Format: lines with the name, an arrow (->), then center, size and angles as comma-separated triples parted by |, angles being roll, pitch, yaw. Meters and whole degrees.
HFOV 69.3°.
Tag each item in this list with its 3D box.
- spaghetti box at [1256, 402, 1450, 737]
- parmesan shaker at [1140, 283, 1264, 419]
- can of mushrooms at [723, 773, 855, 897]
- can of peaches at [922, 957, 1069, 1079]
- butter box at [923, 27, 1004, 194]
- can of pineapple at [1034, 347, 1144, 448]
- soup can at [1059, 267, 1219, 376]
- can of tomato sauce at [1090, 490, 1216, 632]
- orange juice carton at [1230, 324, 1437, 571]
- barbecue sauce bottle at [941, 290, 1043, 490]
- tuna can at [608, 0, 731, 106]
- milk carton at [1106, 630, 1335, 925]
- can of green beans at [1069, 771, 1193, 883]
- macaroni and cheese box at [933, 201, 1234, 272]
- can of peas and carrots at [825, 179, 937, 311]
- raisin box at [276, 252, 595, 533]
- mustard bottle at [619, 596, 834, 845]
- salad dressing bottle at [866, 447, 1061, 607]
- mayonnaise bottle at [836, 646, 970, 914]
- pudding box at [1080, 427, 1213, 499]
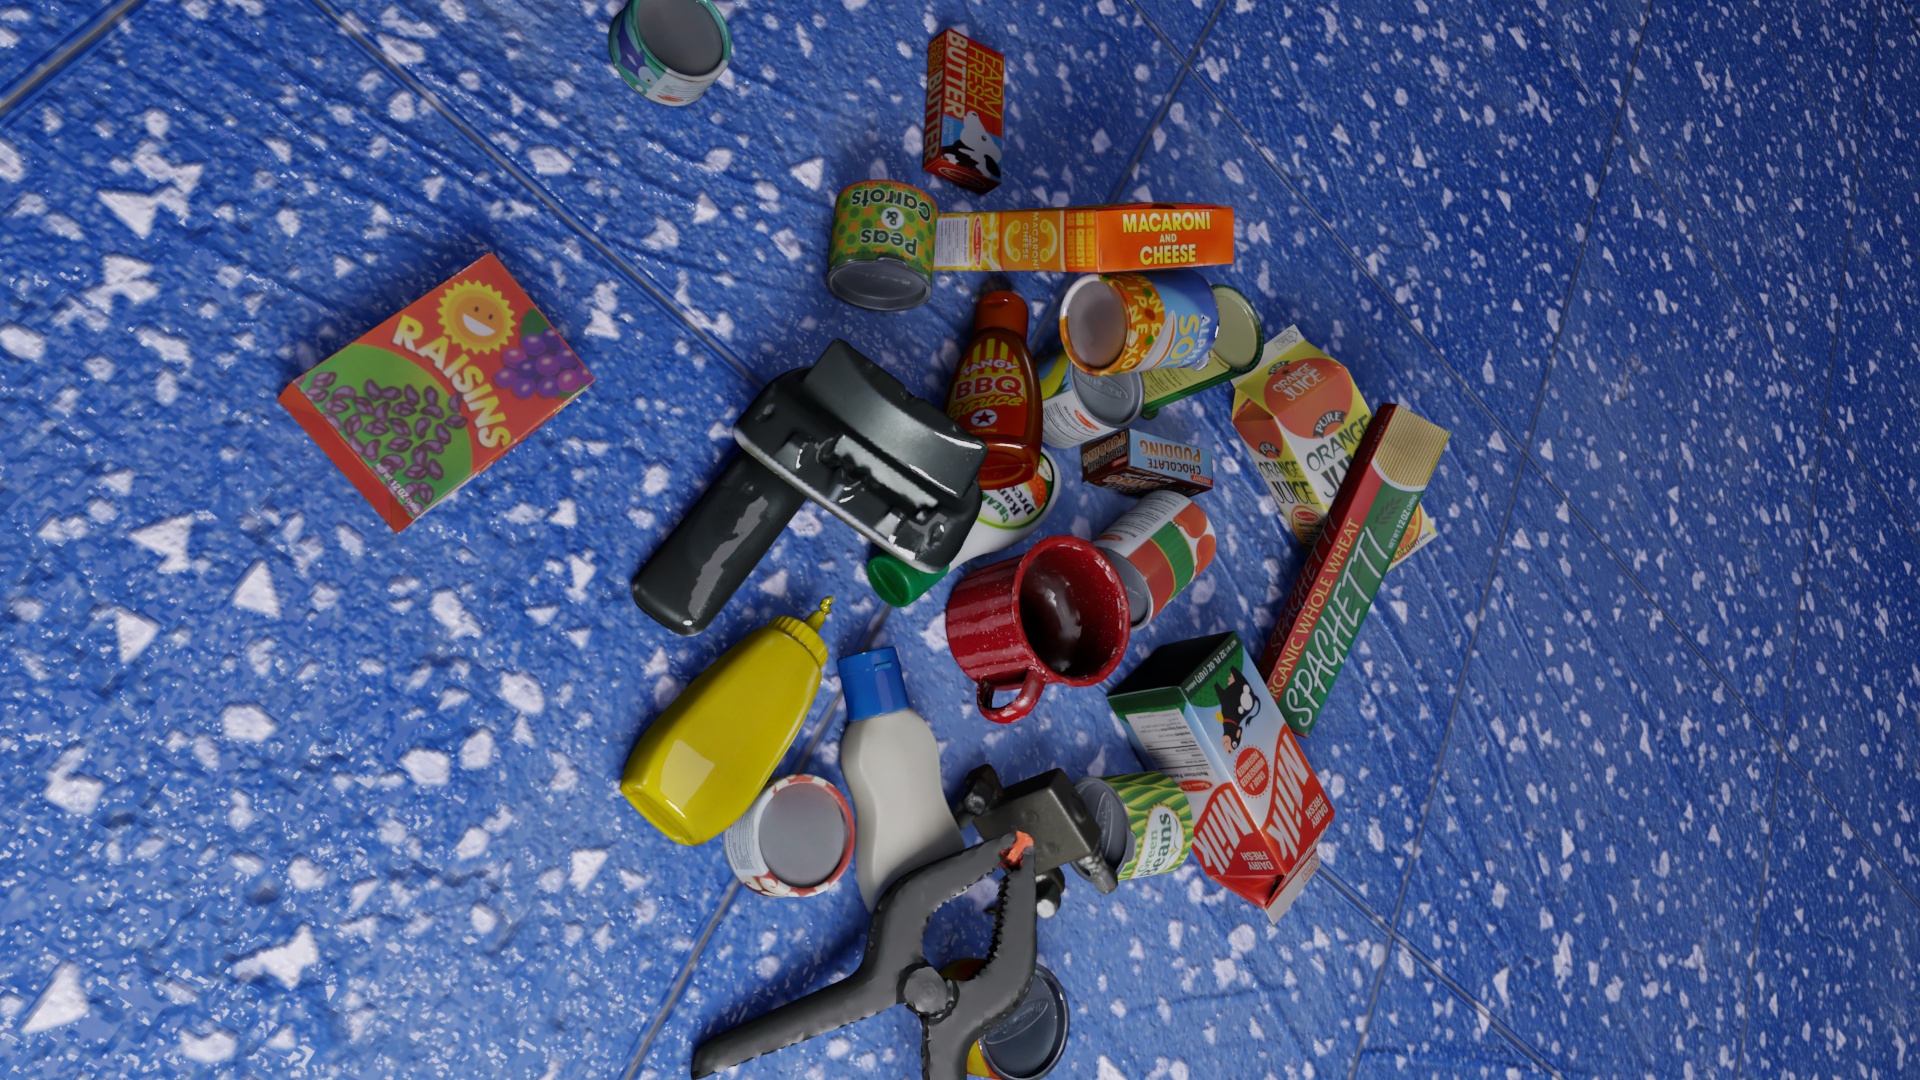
spaghetti box -> 0.279, 0.022, 1.010 | 0.050, 0.028, 0.250 | 26, 89, -11
parmesan shaker -> 0.156, -0.131, 0.980 | 0.071, 0.103, 0.071 | 10, 72, -35
can of mushrooms -> -0.091, 0.162, 0.763 | 0.071, 0.033, 0.071 | 11, 71, -34
can of peaches -> 0.019, 0.273, 0.801 | 0.071, 0.058, 0.071 | 10, 72, -34
butter box -> 0.003, -0.296, 0.959 | 0.053, 0.024, 0.104 | 12, 71, -35
can of pineapple -> 0.083, -0.102, 0.946 | 0.071, 0.057, 0.071 | 10, 72, -35
soup can -> 0.117, -0.140, 0.901 | 0.084, 0.071, 0.071 | -12, 86, -39
can of tomato sauce -> 0.125, 0.015, 0.943 | 0.083, 0.071, 0.071 | -37, 101, -38
orange juice carton -> 0.274, -0.065, 1.059 | 0.072, 0.073, 0.192 | -33, 99, -12
barbecue sauce bottle -> 0.022, -0.099, 0.887 | 0.043, 0.065, 0.149 | 74, 17, -47
tuna can -> -0.172, -0.297, 0.823 | 0.071, 0.032, 0.071 | 10, 73, -35
milk carton -> 0.187, 0.163, 0.945 | 0.073, 0.073, 0.190 | -36, 101, -37
can of green beans -> 0.105, 0.182, 0.884 | 0.058, 0.071, 0.071 | 3, 77, -37
macaroni and cheese box -> 0.072, -0.194, 0.892 | 0.124, 0.166, 0.040 | -12, 106, -38
can of peas and carrots -> -0.048, -0.184, 0.862 | 0.071, 0.070, 0.059 | 16, 69, -33
raisin box -> -0.259, -0.075, 0.697 | 0.086, 0.040, 0.124 | 52, 55, -13
mustard bottle -> -0.114, 0.089, 0.755 | 0.065, 0.048, 0.161 | 50, 54, -17
salad dressing bottle -> 0.003, -0.011, 0.871 | 0.148, 0.043, 0.064 | -39, 91, -36
mayonnaise bottle -> -0.039, 0.137, 0.804 | 0.065, 0.041, 0.148 | -9, 83, -31
pudding box -> 0.131, -0.051, 0.975 | 0.084, 0.049, 0.030 | 12, 70, -35
